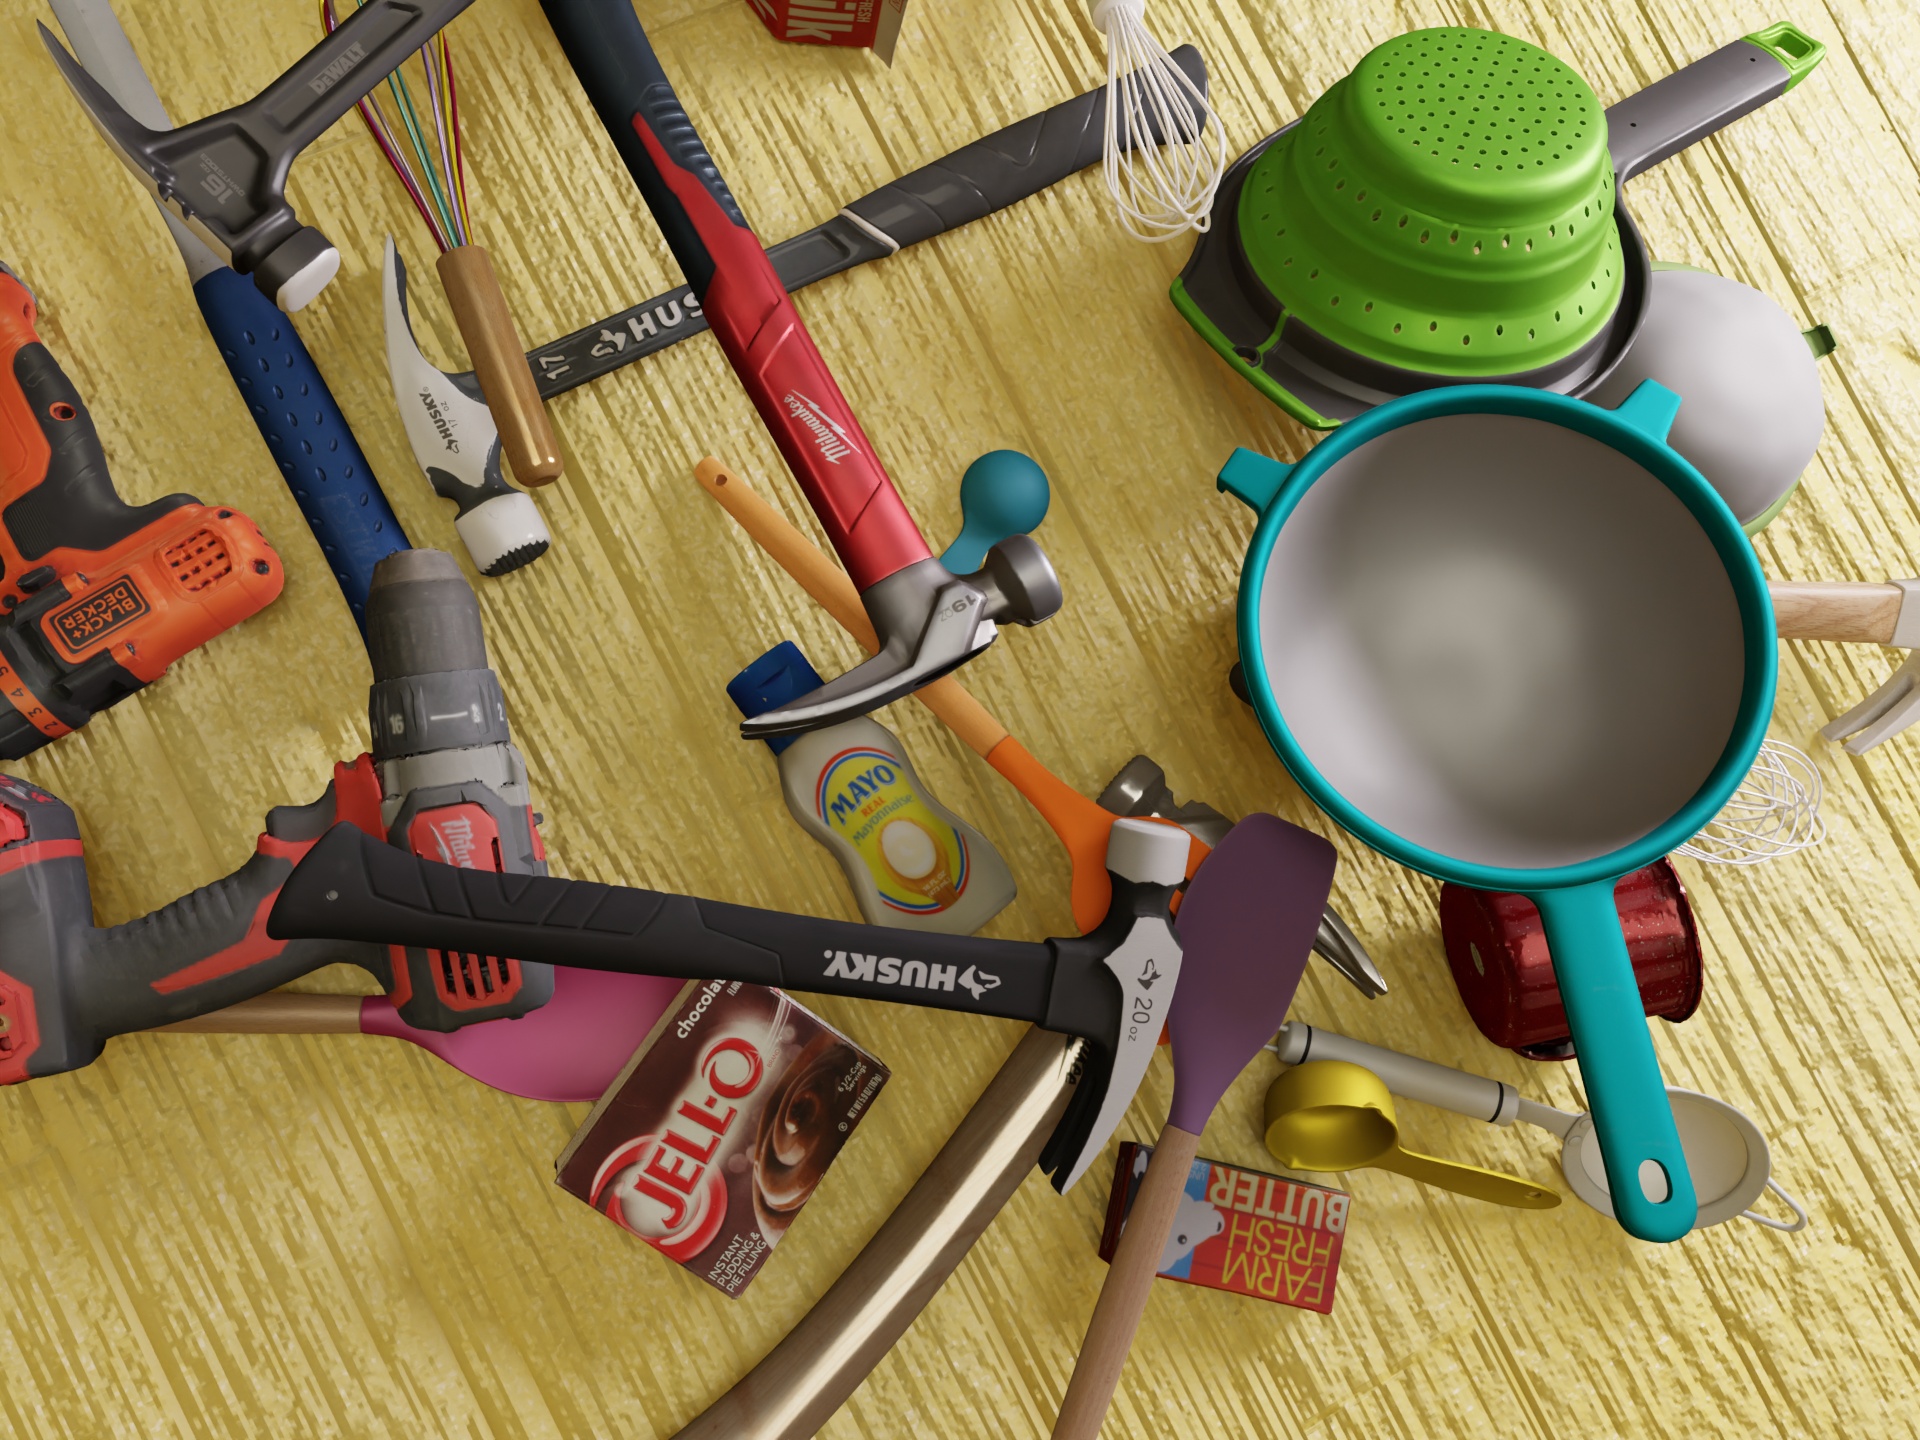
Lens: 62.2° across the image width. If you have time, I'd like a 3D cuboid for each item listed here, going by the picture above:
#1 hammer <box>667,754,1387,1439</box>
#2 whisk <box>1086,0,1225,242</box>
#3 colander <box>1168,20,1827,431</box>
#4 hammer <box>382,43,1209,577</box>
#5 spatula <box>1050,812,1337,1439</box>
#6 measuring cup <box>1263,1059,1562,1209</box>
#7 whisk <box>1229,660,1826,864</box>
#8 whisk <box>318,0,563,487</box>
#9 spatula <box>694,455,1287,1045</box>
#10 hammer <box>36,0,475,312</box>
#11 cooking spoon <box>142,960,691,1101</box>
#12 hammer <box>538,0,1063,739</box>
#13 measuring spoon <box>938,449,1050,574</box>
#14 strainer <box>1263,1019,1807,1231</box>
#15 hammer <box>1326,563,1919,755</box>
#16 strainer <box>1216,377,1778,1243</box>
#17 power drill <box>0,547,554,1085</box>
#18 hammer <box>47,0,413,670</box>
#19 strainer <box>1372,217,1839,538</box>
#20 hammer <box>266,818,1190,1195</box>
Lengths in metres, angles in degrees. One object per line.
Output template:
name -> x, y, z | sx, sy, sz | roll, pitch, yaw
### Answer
hammer -> 0.000, 0.210, 0.660 | 0.146, 0.038, 0.410 | 40, 80, 12
whisk -> 0.074, -0.316, 0.721 | 0.057, 0.059, 0.247 | 13, 56, -42
colander -> 0.279, -0.274, 0.727 | 0.397, 0.094, 0.205 | -31, 65, -20
hammer -> -0.062, -0.217, 0.720 | 0.409, 0.036, 0.149 | -28, 87, -12
spatula -> 0.078, 0.187, 0.635 | 0.059, 0.018, 0.316 | 22, 82, -9
measuring cup -> 0.204, 0.187, 0.709 | 0.156, 0.062, 0.029 | 21, 43, -19
whisk -> 0.261, 0.013, 0.732 | 0.284, 0.070, 0.070 | 13, 81, -3
whisk -> -0.211, -0.214, 0.658 | 0.047, 0.051, 0.245 | -20, 87, -17
spatula -> -0.001, -0.002, 0.679 | 0.081, 0.041, 0.323 | -44, 77, -7
hammer -> -0.192, -0.318, 0.633 | 0.127, 0.034, 0.337 | 45, 77, -10
cooking spoon -> -0.270, 0.119, 0.649 | 0.319, 0.017, 0.069 | 3, 87, -9
hammer -> -0.111, -0.182, 0.667 | 0.143, 0.038, 0.386 | -28, 83, -11
measuring spoon -> -0.001, -0.069, 0.715 | 0.042, 0.021, 0.129 | 33, 77, -3
strainer -> 0.251, 0.172, 0.715 | 0.258, 0.050, 0.086 | 17, 124, -1
hammer -> 0.322, -0.052, 0.745 | 0.331, 0.031, 0.130 | 1, 109, -3
strainer -> 0.227, 0.035, 0.652 | 0.211, 0.095, 0.340 | -10, 76, -1
power drill -> -0.277, 0.038, 0.606 | 0.226, 0.080, 0.188 | -9, 89, -14
hammer -> -0.313, -0.201, 0.676 | 0.144, 0.035, 0.405 | -28, 88, -11
strainer -> 0.311, -0.182, 0.757 | 0.256, 0.069, 0.151 | 26, 79, -7
hammer -> -0.082, 0.090, 0.597 | 0.334, 0.035, 0.146 | 9, 93, -12
